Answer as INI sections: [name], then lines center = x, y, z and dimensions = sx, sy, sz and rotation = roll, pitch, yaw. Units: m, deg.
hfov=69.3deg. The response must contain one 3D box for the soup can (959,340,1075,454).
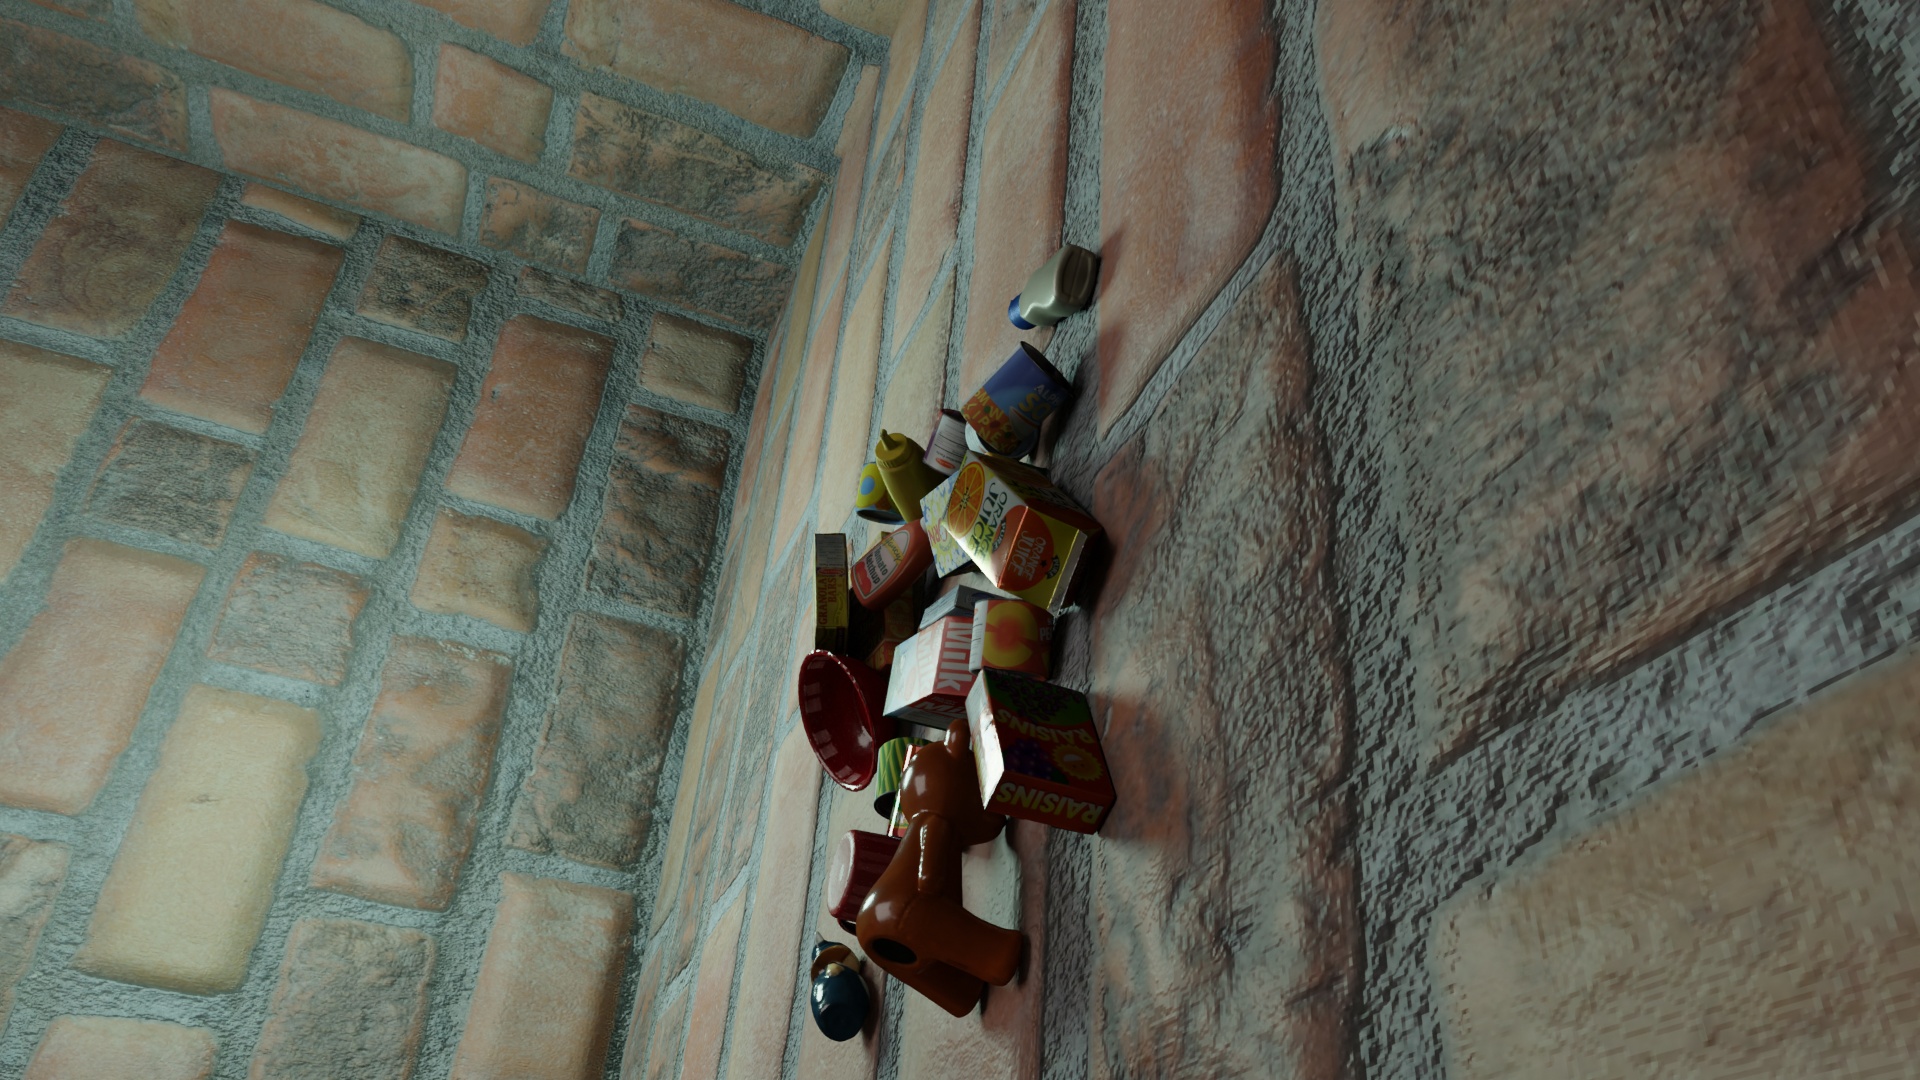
[soup can]
center = 0.052, -0.127, 1.264
dimensions = 0.083, 0.071, 0.071
rotation = -46, 24, 16

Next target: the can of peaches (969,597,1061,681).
[can of peaches]
center = 0.044, 0.082, 1.130
dimensions = 0.071, 0.071, 0.058
rotation = 146, 134, -67

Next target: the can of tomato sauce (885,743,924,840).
[can of tomato sauce]
center = -0.026, 0.226, 1.225
dimensions = 0.071, 0.071, 0.083
rotation = 158, 127, -71

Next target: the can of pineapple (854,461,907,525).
[can of pineapple]
center = -0.084, -0.054, 1.601
dimensions = 0.071, 0.071, 0.058
rotation = 151, 130, -69

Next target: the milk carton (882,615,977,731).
[milk carton]
center = -0.004, 0.119, 1.246
dimensions = 0.190, 0.073, 0.072
rotation = 144, 139, -66

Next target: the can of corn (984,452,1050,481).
[can of corn]
center = 0.042, -0.043, 1.275
dimensions = 0.071, 0.058, 0.071
rotation = -163, 89, -74

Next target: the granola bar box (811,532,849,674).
[granola bar box]
center = -0.150, 0.087, 1.594
dimensions = 0.164, 0.039, 0.125
rotation = 101, 167, -56

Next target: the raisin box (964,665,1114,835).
[raisin box]
center = 0.054, 0.149, 0.992
dimensions = 0.124, 0.086, 0.040
rotation = -103, 33, -60

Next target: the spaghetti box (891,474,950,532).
[spaghetti box]
center = -0.044, -0.040, 1.628
dimensions = 0.050, 0.029, 0.248
rotation = -92, 23, -46

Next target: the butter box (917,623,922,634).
[butter box]
center = -0.032, 0.128, 1.428
dimensions = 0.053, 0.024, 0.104
rotation = 133, 149, -61

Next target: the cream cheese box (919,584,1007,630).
[cream cheese box]
center = 0.004, 0.071, 1.307
dimensions = 0.103, 0.053, 0.024
rotation = 141, 144, -64

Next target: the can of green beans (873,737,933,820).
[can of green beans]
center = -0.046, 0.225, 1.305
dimensions = 0.071, 0.071, 0.058
rotation = 123, 158, -47

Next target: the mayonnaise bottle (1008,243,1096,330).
[mayonnaise bottle]
center = 0.086, -0.239, 1.349
dimensions = 0.148, 0.041, 0.065
rotation = 163, 123, -73

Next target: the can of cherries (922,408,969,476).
[can of cherries]
center = 0.000, -0.101, 1.466
dimensions = 0.072, 0.071, 0.058
rotation = -119, 47, -69

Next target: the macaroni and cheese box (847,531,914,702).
[macaroni and cheese box]
center = -0.093, 0.091, 1.601
dimensions = 0.123, 0.040, 0.167
rotation = 131, 141, -52

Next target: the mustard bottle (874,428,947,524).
[mustard bottle]
center = -0.056, -0.073, 1.502
dimensions = 0.159, 0.049, 0.065
rotation = 58, -146, -48

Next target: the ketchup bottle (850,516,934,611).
[ketchup bottle]
center = -0.055, 0.012, 1.505
dimensions = 0.148, 0.043, 0.065
rotation = -41, 48, 24

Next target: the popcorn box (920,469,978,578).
[popcorn box]
center = 0.005, -0.017, 1.360
dimensions = 0.126, 0.038, 0.085
rotation = 147, 110, -67

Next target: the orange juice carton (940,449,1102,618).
[orange juice carton]
center = 0.054, -0.006, 1.142
dimensions = 0.071, 0.073, 0.193
rotation = -69, 25, 14

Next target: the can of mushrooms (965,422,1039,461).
[can of mushrooms]
center = 0.042, -0.105, 1.329
dimensions = 0.033, 0.071, 0.071
rotation = 142, 141, -67
